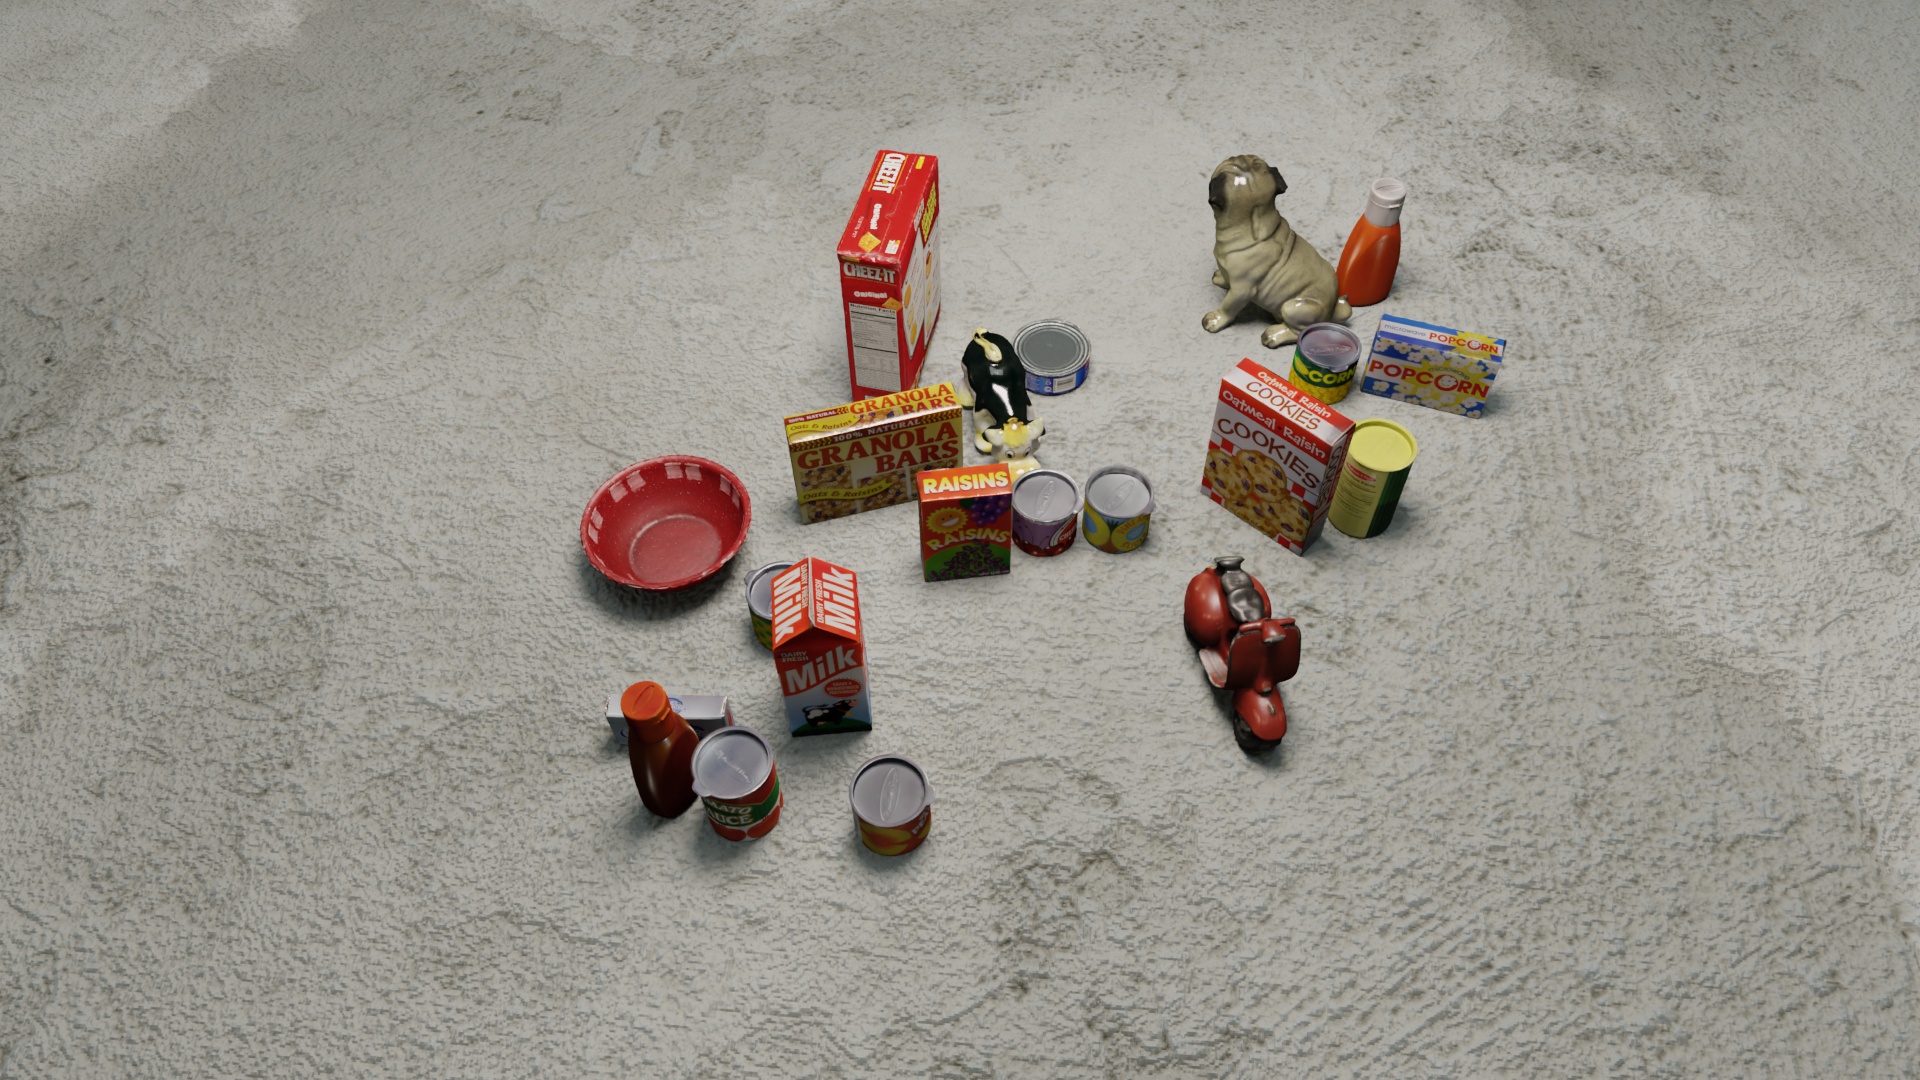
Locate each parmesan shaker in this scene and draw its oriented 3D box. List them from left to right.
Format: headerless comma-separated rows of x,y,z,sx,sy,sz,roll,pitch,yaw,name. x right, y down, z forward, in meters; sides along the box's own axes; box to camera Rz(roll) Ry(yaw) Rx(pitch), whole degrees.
0.391,-0.061,1.333,0.071,0.102,0.071,0,53,1,parmesan shaker

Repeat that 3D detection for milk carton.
-0.118,0.088,1.172,0.073,0.189,0.073,-5,53,-3,milk carton

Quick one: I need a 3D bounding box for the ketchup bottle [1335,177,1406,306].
0.448,-0.322,1.503,0.065,0.148,0.044,-11,53,-7,ketchup bottle

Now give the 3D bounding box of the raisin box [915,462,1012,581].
0.005,-0.016,1.292,0.086,0.122,0.040,-6,53,-3,raisin box

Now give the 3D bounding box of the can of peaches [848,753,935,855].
-0.055,0.220,1.152,0.071,0.057,0.071,0,53,1,can of peaches

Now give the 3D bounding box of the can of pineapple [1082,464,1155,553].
0.152,-0.029,1.340,0.071,0.057,0.071,0,53,1,can of pineapple

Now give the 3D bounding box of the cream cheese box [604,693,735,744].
-0.251,0.157,1.207,0.104,0.053,0.024,1,53,2,cream cheese box

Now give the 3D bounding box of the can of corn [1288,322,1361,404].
0.382,-0.183,1.454,0.071,0.058,0.071,0,53,1,can of corn

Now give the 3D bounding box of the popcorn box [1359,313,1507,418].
0.486,-0.180,1.434,0.127,0.084,0.038,15,55,12,popcorn box

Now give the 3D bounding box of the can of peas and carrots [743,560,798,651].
-0.163,0.061,1.276,0.071,0.058,0.071,0,53,1,can of peas and carrots

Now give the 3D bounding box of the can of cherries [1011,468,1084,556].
0.083,-0.025,1.338,0.071,0.058,0.072,0,53,1,can of cherries

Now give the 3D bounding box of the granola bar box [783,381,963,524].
-0.082,-0.084,1.345,0.166,0.123,0.039,-13,54,-9,granola bar box

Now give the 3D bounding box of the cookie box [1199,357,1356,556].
0.295,-0.078,1.307,0.123,0.166,0.040,37,62,25,cookie box

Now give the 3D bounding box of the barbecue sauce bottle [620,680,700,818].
-0.245,0.168,1.139,0.044,0.147,0.065,21,56,16,barbecue sauce bottle

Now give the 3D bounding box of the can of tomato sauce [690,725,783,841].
-0.185,0.204,1.151,0.071,0.082,0.071,0,53,1,can of tomato sauce
